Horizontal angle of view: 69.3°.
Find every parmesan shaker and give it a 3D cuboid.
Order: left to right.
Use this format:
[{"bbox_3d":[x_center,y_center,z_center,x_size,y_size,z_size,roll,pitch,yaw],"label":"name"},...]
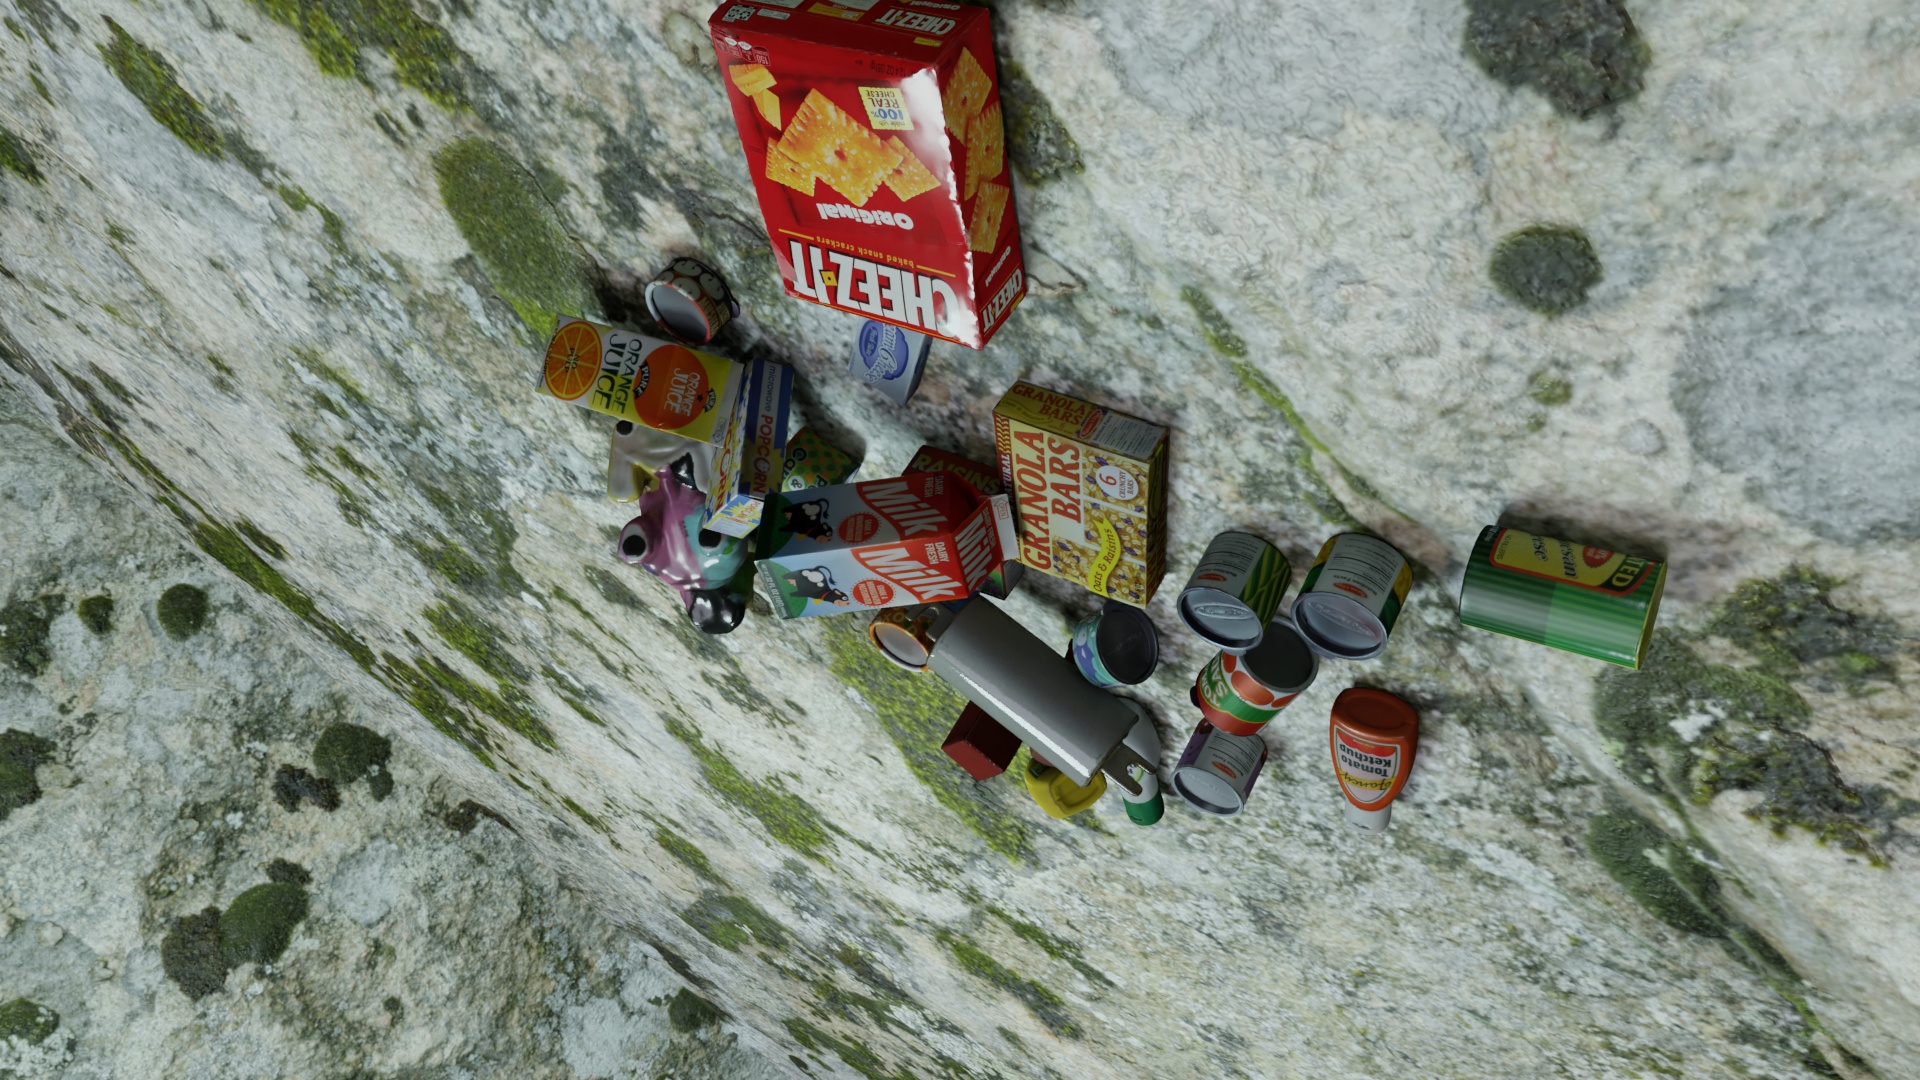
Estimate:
[{"bbox_3d":[0.360,0.033,0.834,0.103,0.071,0.071,15,142,29],"label":"parmesan shaker"}]

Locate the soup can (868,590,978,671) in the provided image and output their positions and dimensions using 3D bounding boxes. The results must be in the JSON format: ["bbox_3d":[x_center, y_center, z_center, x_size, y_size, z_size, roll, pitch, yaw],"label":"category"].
[{"bbox_3d":[-0.033,0.063,1.224,0.071,0.084,0.071,24,146,18],"label":"soup can"}]

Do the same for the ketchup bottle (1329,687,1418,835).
[{"bbox_3d":[0.320,0.175,1.081,0.065,0.044,0.148,17,144,27],"label":"ketchup bottle"}]

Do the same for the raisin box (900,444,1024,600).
[{"bbox_3d":[0.004,-0.014,1.134,0.086,0.040,0.122,20,146,23],"label":"raisin box"}]

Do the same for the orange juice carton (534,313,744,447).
[{"bbox_3d":[-0.259,-0.132,1.160,0.193,0.071,0.073,18,-178,32],"label":"orange juice carton"}]

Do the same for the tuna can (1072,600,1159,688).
[{"bbox_3d":[0.124,0.084,1.125,0.071,0.071,0.032,46,147,-16],"label":"tuna can"}]

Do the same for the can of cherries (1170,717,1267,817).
[{"bbox_3d":[0.219,0.193,1.184,0.071,0.059,0.071,23,146,17],"label":"can of cherries"}]

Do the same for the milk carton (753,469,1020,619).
[{"bbox_3d":[-0.053,0.001,1.060,0.190,0.074,0.072,-7,136,8],"label":"milk carton"}]

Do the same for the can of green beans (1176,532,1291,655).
[{"bbox_3d":[0.197,0.037,1.001,0.071,0.058,0.071,24,146,18],"label":"can of green beans"}]

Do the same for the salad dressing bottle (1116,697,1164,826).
[{"bbox_3d":[0.157,0.205,1.271,0.064,0.044,0.147,15,143,34],"label":"salad dressing bottle"}]

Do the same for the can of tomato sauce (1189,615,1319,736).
[{"bbox_3d":[0.222,0.102,1.054,0.071,0.071,0.082,33,147,5],"label":"can of tomato sauce"}]

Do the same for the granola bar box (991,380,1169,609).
[{"bbox_3d":[0.090,-0.031,1.032,0.124,0.039,0.164,21,145,23],"label":"granola bar box"}]

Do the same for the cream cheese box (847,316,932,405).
[{"bbox_3d":[-0.050,-0.148,1.024,0.053,0.024,0.103,31,148,6],"label":"cream cheese box"}]

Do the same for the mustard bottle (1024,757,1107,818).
[{"bbox_3d":[0.091,0.228,1.332,0.049,0.065,0.160,60,168,-2],"label":"mustard bottle"}]

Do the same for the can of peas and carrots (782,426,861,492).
[{"bbox_3d":[-0.128,-0.054,1.175,0.059,0.071,0.070,36,148,0],"label":"can of peas and carrots"}]

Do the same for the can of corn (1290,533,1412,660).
[{"bbox_3d":[0.265,0.039,0.942,0.071,0.058,0.070,24,146,18],"label":"can of corn"}]

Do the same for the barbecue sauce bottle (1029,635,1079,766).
[{"bbox_3d":[0.098,0.135,1.222,0.044,0.065,0.147,21,137,6],"label":"barbecue sauce bottle"}]

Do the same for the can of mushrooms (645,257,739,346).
[{"bbox_3d":[-0.216,-0.190,1.116,0.071,0.033,0.070,24,145,18],"label":"can of mushrooms"}]

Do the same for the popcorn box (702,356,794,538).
[{"bbox_3d":[-0.173,-0.076,1.139,0.038,0.127,0.085,14,155,-26],"label":"popcorn box"}]
